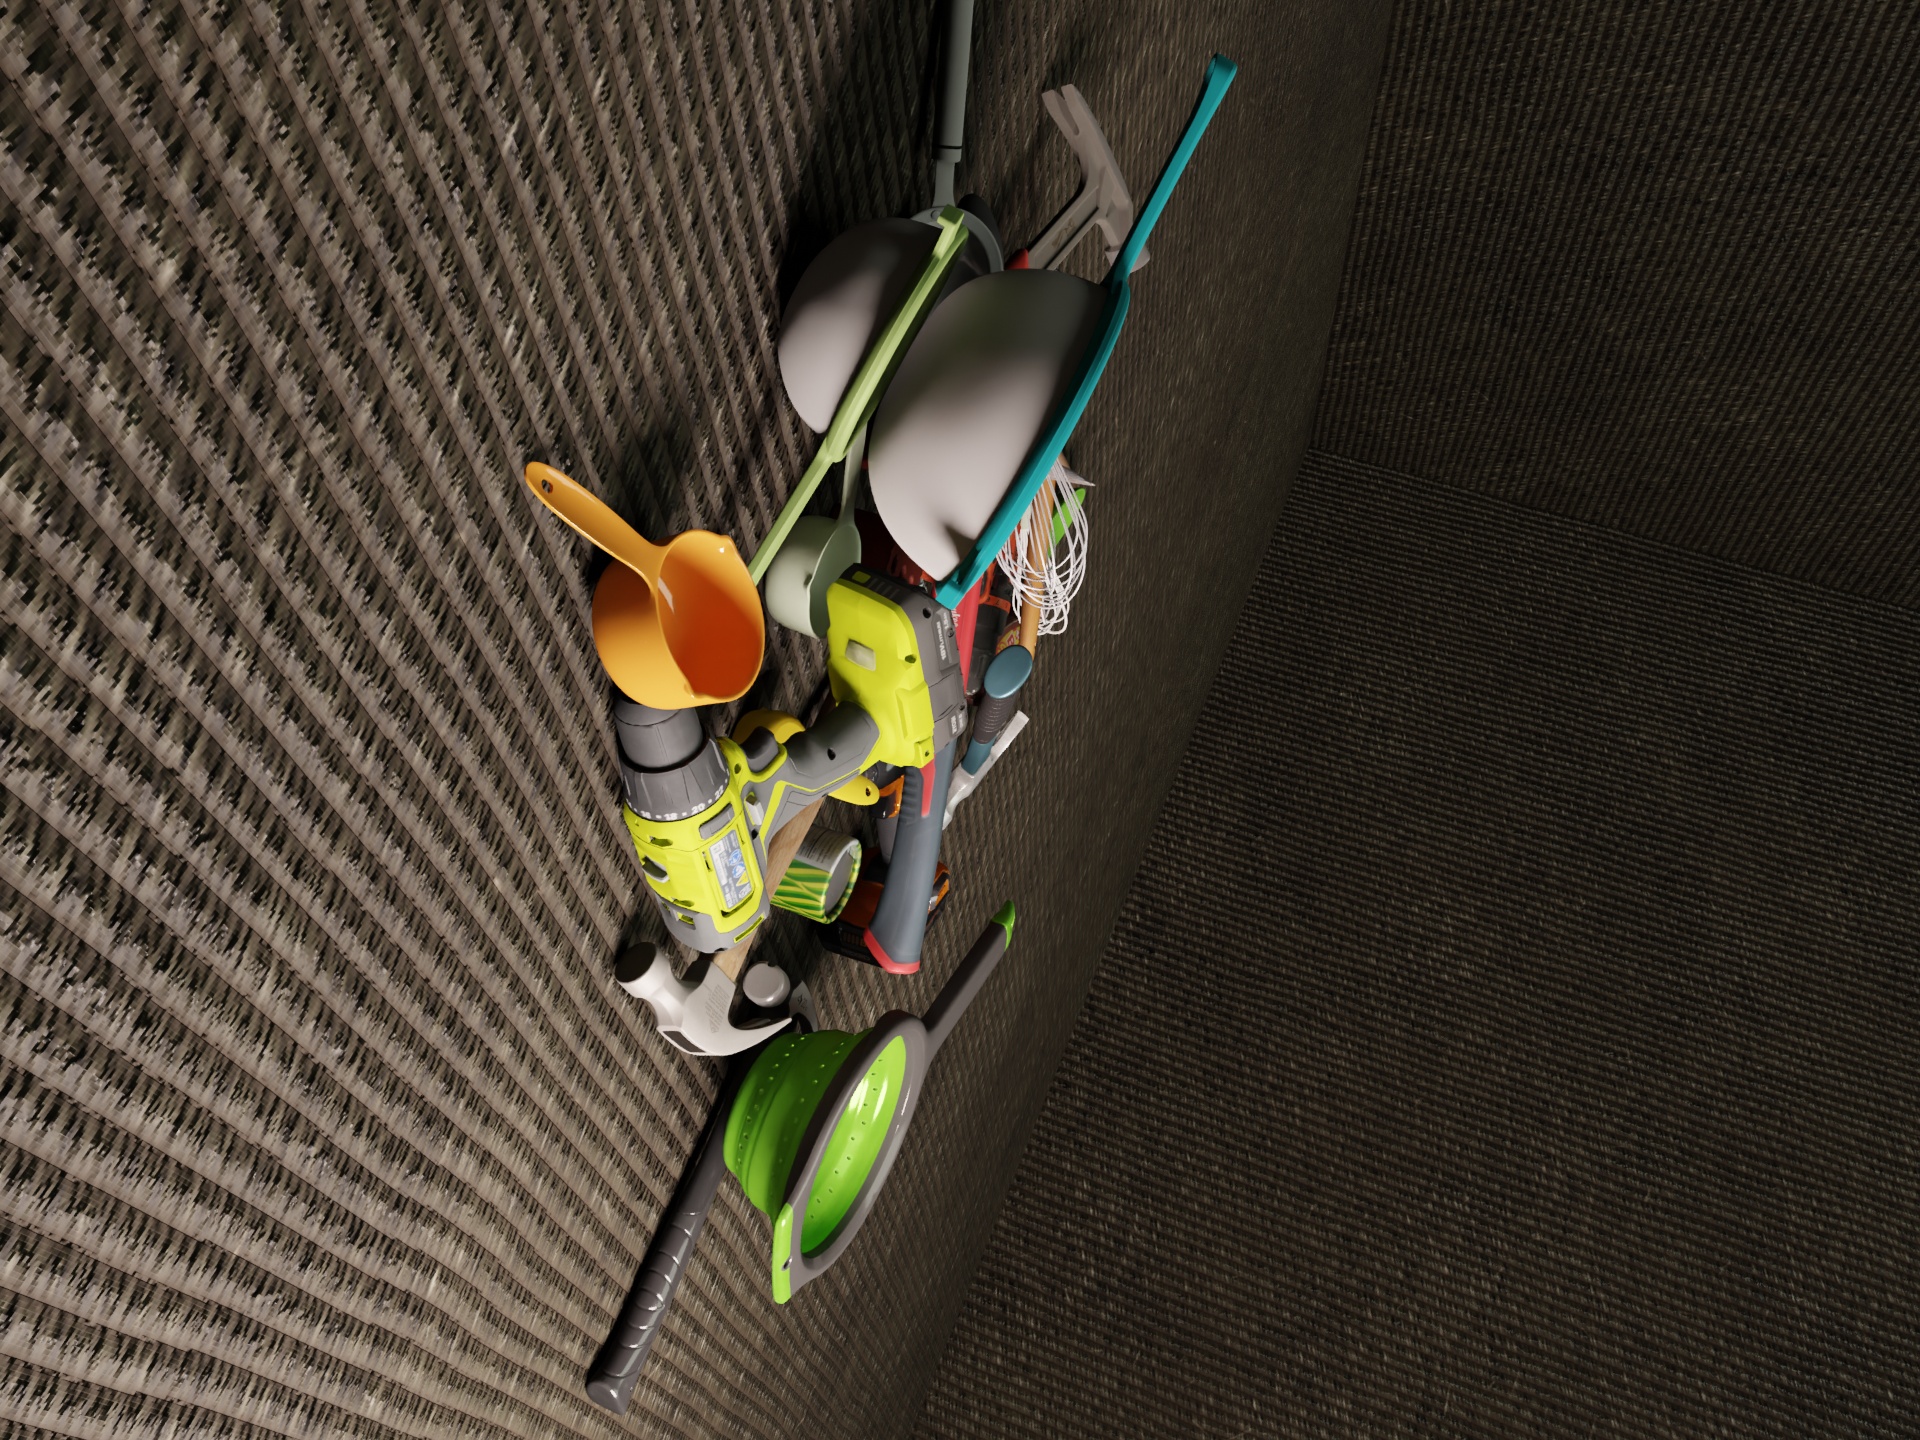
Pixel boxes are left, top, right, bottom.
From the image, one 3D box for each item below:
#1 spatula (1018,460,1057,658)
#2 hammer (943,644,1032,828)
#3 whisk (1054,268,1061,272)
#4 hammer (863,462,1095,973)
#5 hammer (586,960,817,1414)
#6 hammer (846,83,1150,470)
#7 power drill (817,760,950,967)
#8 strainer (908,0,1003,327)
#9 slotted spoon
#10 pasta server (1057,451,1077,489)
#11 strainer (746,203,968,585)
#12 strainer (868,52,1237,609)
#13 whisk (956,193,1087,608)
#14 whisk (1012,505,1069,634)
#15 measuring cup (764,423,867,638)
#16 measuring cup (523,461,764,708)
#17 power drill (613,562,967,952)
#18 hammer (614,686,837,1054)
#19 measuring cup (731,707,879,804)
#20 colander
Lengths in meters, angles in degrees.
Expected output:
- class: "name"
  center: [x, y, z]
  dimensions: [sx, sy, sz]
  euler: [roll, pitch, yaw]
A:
- class: "spatula"
  center: [0.061, -0.209, 1.302]
  dimensions: [0.081, 0.041, 0.322]
  euler: [1, 95, -80]
- class: "hammer"
  center: [0.023, 0.006, 1.376]
  dimensions: [0.128, 0.033, 0.331]
  euler: [-51, 174, -16]
- class: "whisk"
  center: [0.015, -0.279, 1.184]
  dimensions: [0.239, 0.055, 0.055]
  euler: [-55, 159, -35]
- class: "hammer"
  center: [-0.002, -0.004, 1.150]
  dimensions: [0.038, 0.143, 0.386]
  euler: [-15, 114, -75]
- class: "hammer"
  center: [-0.193, 0.352, 1.199]
  dimensions: [0.146, 0.035, 0.335]
  euler: [70, 41, -66]
- class: "hammer"
  center: [0.023, -0.303, 1.131]
  dimensions: [0.359, 0.037, 0.149]
  euler: [-54, 126, -32]
- class: "power drill"
  center: [-0.061, 0.084, 1.276]
  dimensions: [0.164, 0.084, 0.226]
  euler: [-47, 148, -57]
- class: "strainer"
  center: [-0.009, -0.351, 1.007]
  dimensions: [0.087, 0.050, 0.258]
  euler: [-7, 117, -25]
- class: "slotted spoon"
  center: [0.058, -0.089, 1.601]
  dimensions: [0.070, 0.031, 0.314]
  euler: [11, 99, -76]
- class: "pasta server"
  center: [0.089, -0.256, 1.489]
  dimensions: [0.316, 0.040, 0.060]
  euler: [28, 70, -76]
- class: "strainer"
  center: [-0.088, -0.181, 0.896]
  dimensions: [0.256, 0.069, 0.151]
  euler: [-58, -174, 2]
- class: "strainer"
  center: [0.036, -0.235, 0.907]
  dimensions: [0.340, 0.095, 0.211]
  euler: [-61, -171, 12]
- class: "whisk"
  center: [0.036, -0.215, 1.072]
  dimensions: [0.070, 0.070, 0.284]
  euler: [-15, 94, -73]
- class: "whisk"
  center: [0.061, -0.171, 1.419]
  dimensions: [0.058, 0.059, 0.246]
  euler: [-43, 141, -27]
- class: "measuring cup"
  center: [-0.087, -0.135, 0.995]
  dimensions: [0.083, 0.038, 0.167]
  euler: [-30, 133, -68]
- class: "measuring cup"
  center: [-0.166, -0.068, 0.774]
  dimensions: [0.173, 0.052, 0.095]
  euler: [42, 46, -47]
- class: "power drill"
  center: [-0.103, 0.006, 0.940]
  dimensions: [0.228, 0.080, 0.190]
  euler: [-40, 140, -31]
- class: "hammer"
  center: [-0.119, 0.078, 1.080]
  dimensions: [0.129, 0.031, 0.331]
  euler: [56, 42, -36]
- class: "measuring cup"
  center: [-0.093, 0.033, 1.069]
  dimensions: [0.156, 0.029, 0.062]
  euler: [24, 67, -52]
- class: "colander"
  center: [-0.074, 0.256, 1.236]
  dimensions: [0.397, 0.094, 0.204]
  euler: [-49, 153, -47]
